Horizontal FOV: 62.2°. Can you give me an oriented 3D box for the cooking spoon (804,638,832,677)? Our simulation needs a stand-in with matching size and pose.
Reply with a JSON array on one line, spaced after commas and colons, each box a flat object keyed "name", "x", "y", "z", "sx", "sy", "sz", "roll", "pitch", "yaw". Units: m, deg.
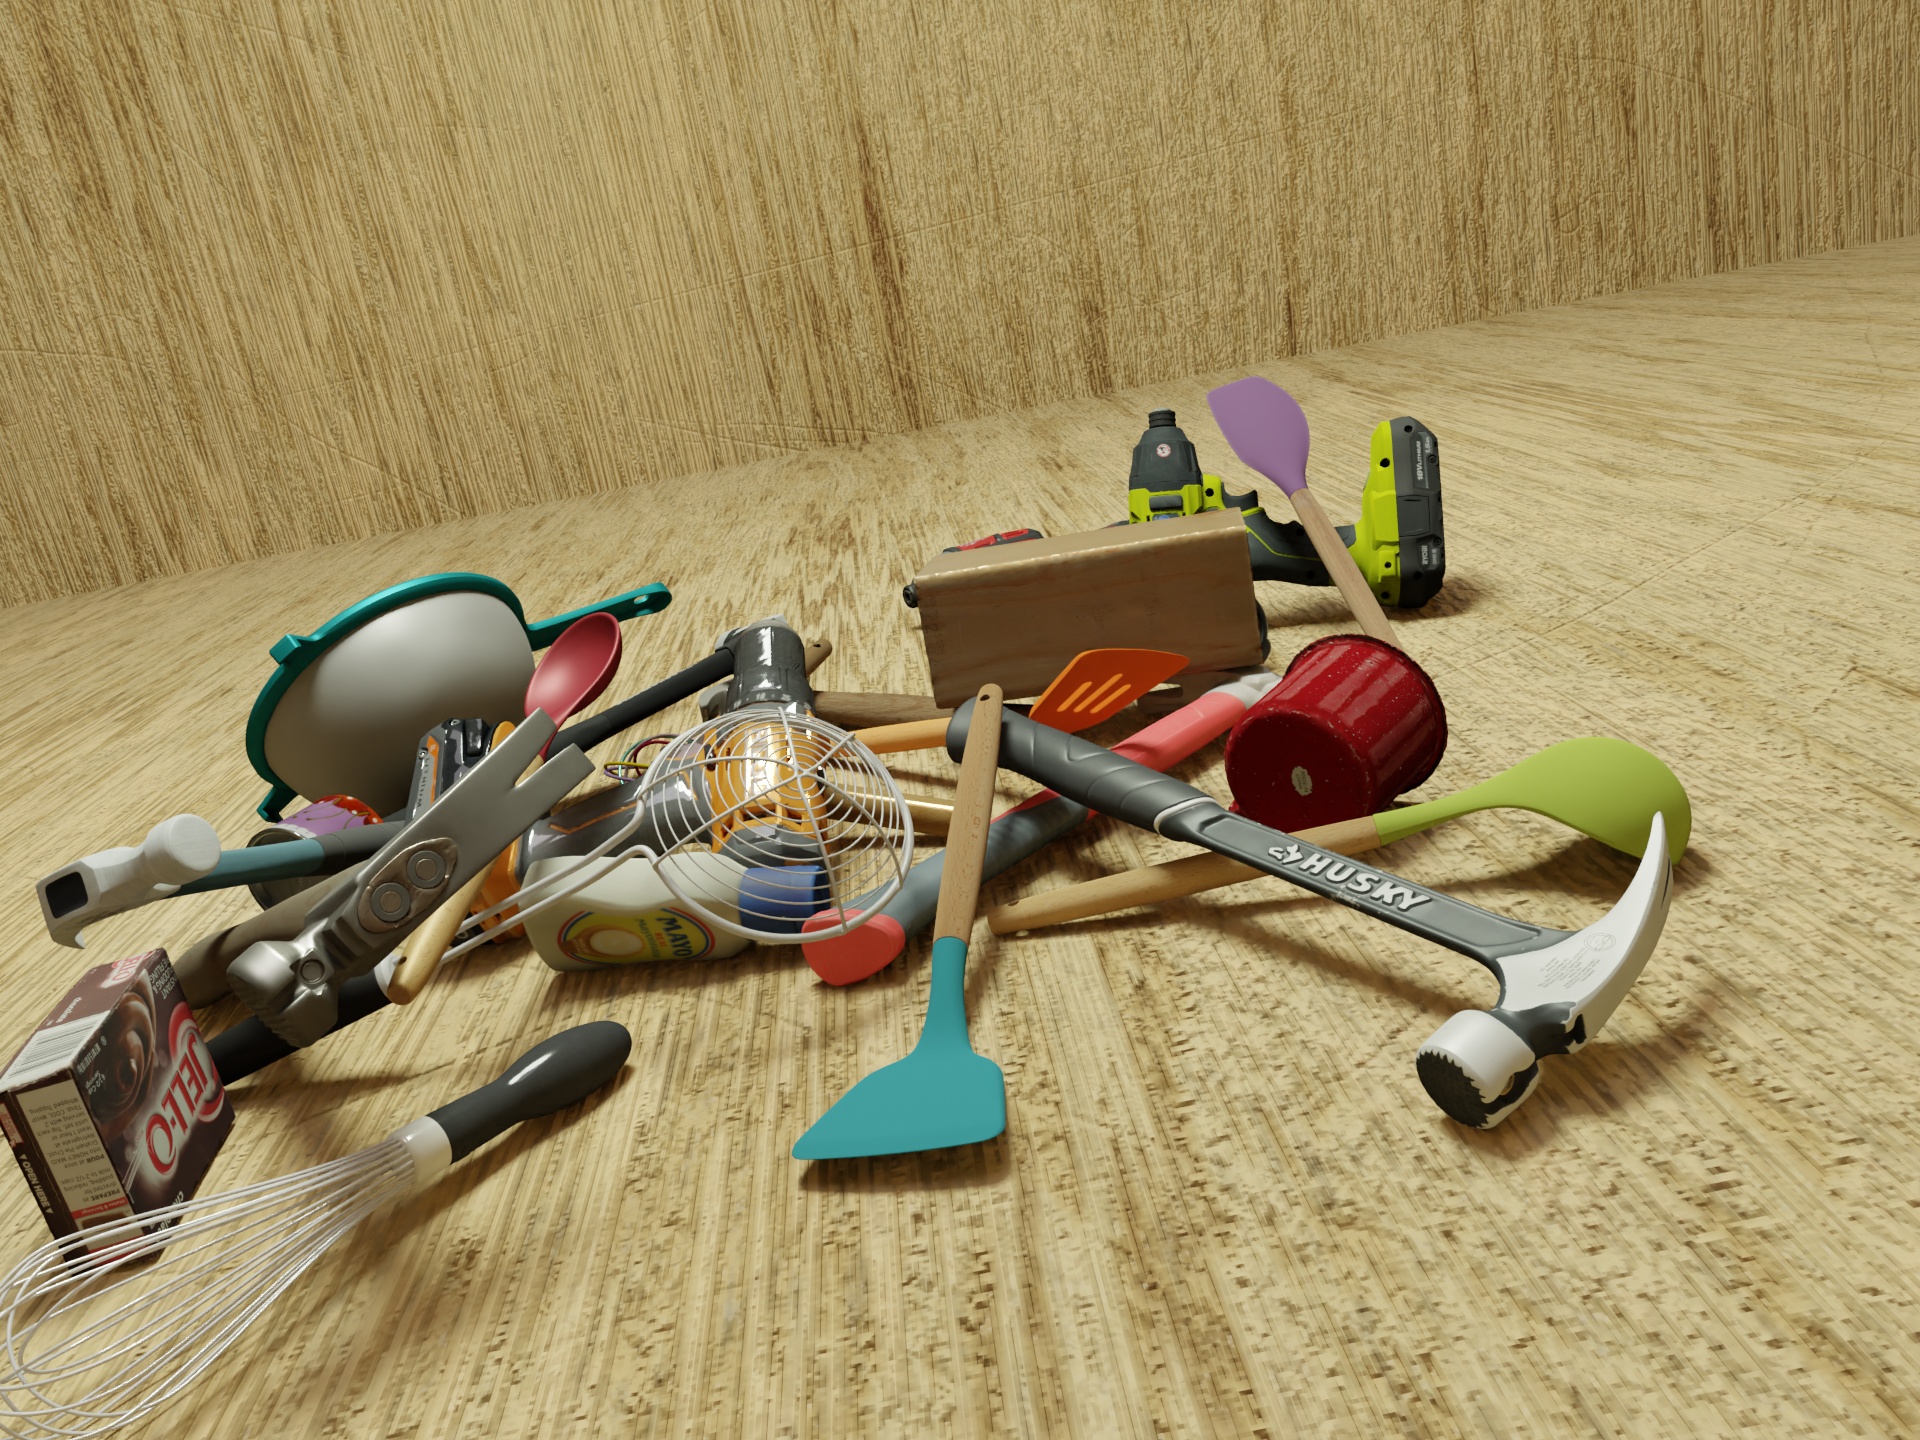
[{"name": "cooking spoon", "x": -0.165, "y": 0.021, "z": 1.048, "sx": 0.069, "sy": 0.017, "sz": 0.319, "roll": 13, "pitch": 34, "yaw": 21}]

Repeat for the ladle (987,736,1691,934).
[{"name": "ladle", "x": 0.169, "y": 0.069, "z": 0.737, "sx": 0.320, "sy": 0.062, "sz": 0.078, "roll": -15, "pitch": 12, "yaw": 11}]

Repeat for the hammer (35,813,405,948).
[{"name": "hammer", "x": -0.347, "y": 0.073, "z": 0.867, "sx": 0.128, "sy": 0.033, "sz": 0.331, "roll": -21, "pitch": -5, "yaw": 18}]

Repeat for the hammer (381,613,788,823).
[{"name": "hammer", "x": -0.256, "y": 0.011, "z": 1.089, "sx": 0.335, "sy": 0.035, "sz": 0.146, "roll": -30, "pitch": 11, "yaw": -26}]

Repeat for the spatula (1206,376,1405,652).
[{"name": "spatula", "x": 0.244, "y": -0.137, "z": 1.084, "sx": 0.060, "sy": 0.018, "sz": 0.316, "roll": -18, "pitch": 51, "yaw": 1}]

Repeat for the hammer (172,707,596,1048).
[{"name": "hammer", "x": -0.293, "y": 0.087, "z": 0.721, "sx": 0.146, "sy": 0.038, "sz": 0.410, "roll": -48, "pitch": 16, "yaw": -32}]

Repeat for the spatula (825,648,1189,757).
[{"name": "spatula", "x": -0.002, "y": -0.003, "z": 0.969, "sx": 0.081, "sy": 0.041, "sz": 0.323, "roll": 2, "pitch": -6, "yaw": -39}]

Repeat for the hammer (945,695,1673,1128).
[{"name": "hammer", "x": 0.120, "y": 0.046, "z": 0.719, "sx": 0.149, "sy": 0.036, "sz": 0.409, "roll": -34, "pitch": 30, "yaw": -23}]

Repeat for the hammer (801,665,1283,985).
[{"name": "hammer", "x": 0.050, "y": 0.043, "z": 0.881, "sx": 0.143, "sy": 0.038, "sz": 0.386, "roll": 4, "pitch": 22, "yaw": 43}]

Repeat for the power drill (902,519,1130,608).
[{"name": "power drill", "x": 0.053, "y": -0.120, "z": 1.348, "sx": 0.143, "sy": 0.078, "sz": 0.220, "roll": -20, "pitch": 16, "yaw": -27}]

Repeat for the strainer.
[{"name": "strainer", "x": -0.328, "y": -0.018, "z": 1.141, "sx": 0.340, "sy": 0.211, "sz": 0.095, "roll": -26, "pitch": 67, "yaw": -40}]

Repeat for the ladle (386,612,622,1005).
[{"name": "ladle", "x": -0.215, "y": 0.032, "z": 0.766, "sx": 0.069, "sy": 0.031, "sz": 0.316, "roll": -32, "pitch": 23, "yaw": 19}]

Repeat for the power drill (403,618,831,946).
[{"name": "power drill", "x": -0.184, "y": 0.029, "z": 0.892, "sx": 0.226, "sy": 0.084, "sz": 0.186, "roll": -9, "pitch": 49, "yaw": 4}]

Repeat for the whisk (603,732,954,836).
[{"name": "whisk", "x": -0.103, "y": 0.043, "z": 0.938, "sx": 0.245, "sy": 0.047, "sz": 0.051, "roll": 7, "pitch": 44, "yaw": 21}]

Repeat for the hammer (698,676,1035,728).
[{"name": "hammer", "x": -0.064, "y": -0.007, "z": 1.122, "sx": 0.331, "sy": 0.031, "sz": 0.130, "roll": 6, "pitch": 23, "yaw": 43}]

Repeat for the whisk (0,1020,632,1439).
[{"name": "whisk", "x": -0.232, "y": 0.179, "z": 0.600, "sx": 0.070, "sy": 0.070, "sz": 0.284, "roll": 2, "pitch": 16, "yaw": 36}]

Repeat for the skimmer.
[{"name": "skimmer", "x": -0.199, "y": 0.104, "z": 0.750, "sx": 0.363, "sy": 0.090, "sz": 0.127, "roll": -27, "pitch": 57, "yaw": 9}]

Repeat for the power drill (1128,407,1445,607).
[{"name": "power drill", "x": 0.237, "y": -0.153, "z": 1.179, "sx": 0.223, "sy": 0.171, "sz": 0.080, "roll": -3, "pitch": -4, "yaw": 10}]

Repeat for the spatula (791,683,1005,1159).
[{"name": "spatula", "x": -0.003, "y": 0.075, "z": 0.711, "sx": 0.082, "sy": 0.044, "sz": 0.318, "roll": -10, "pitch": 36, "yaw": 15}]
